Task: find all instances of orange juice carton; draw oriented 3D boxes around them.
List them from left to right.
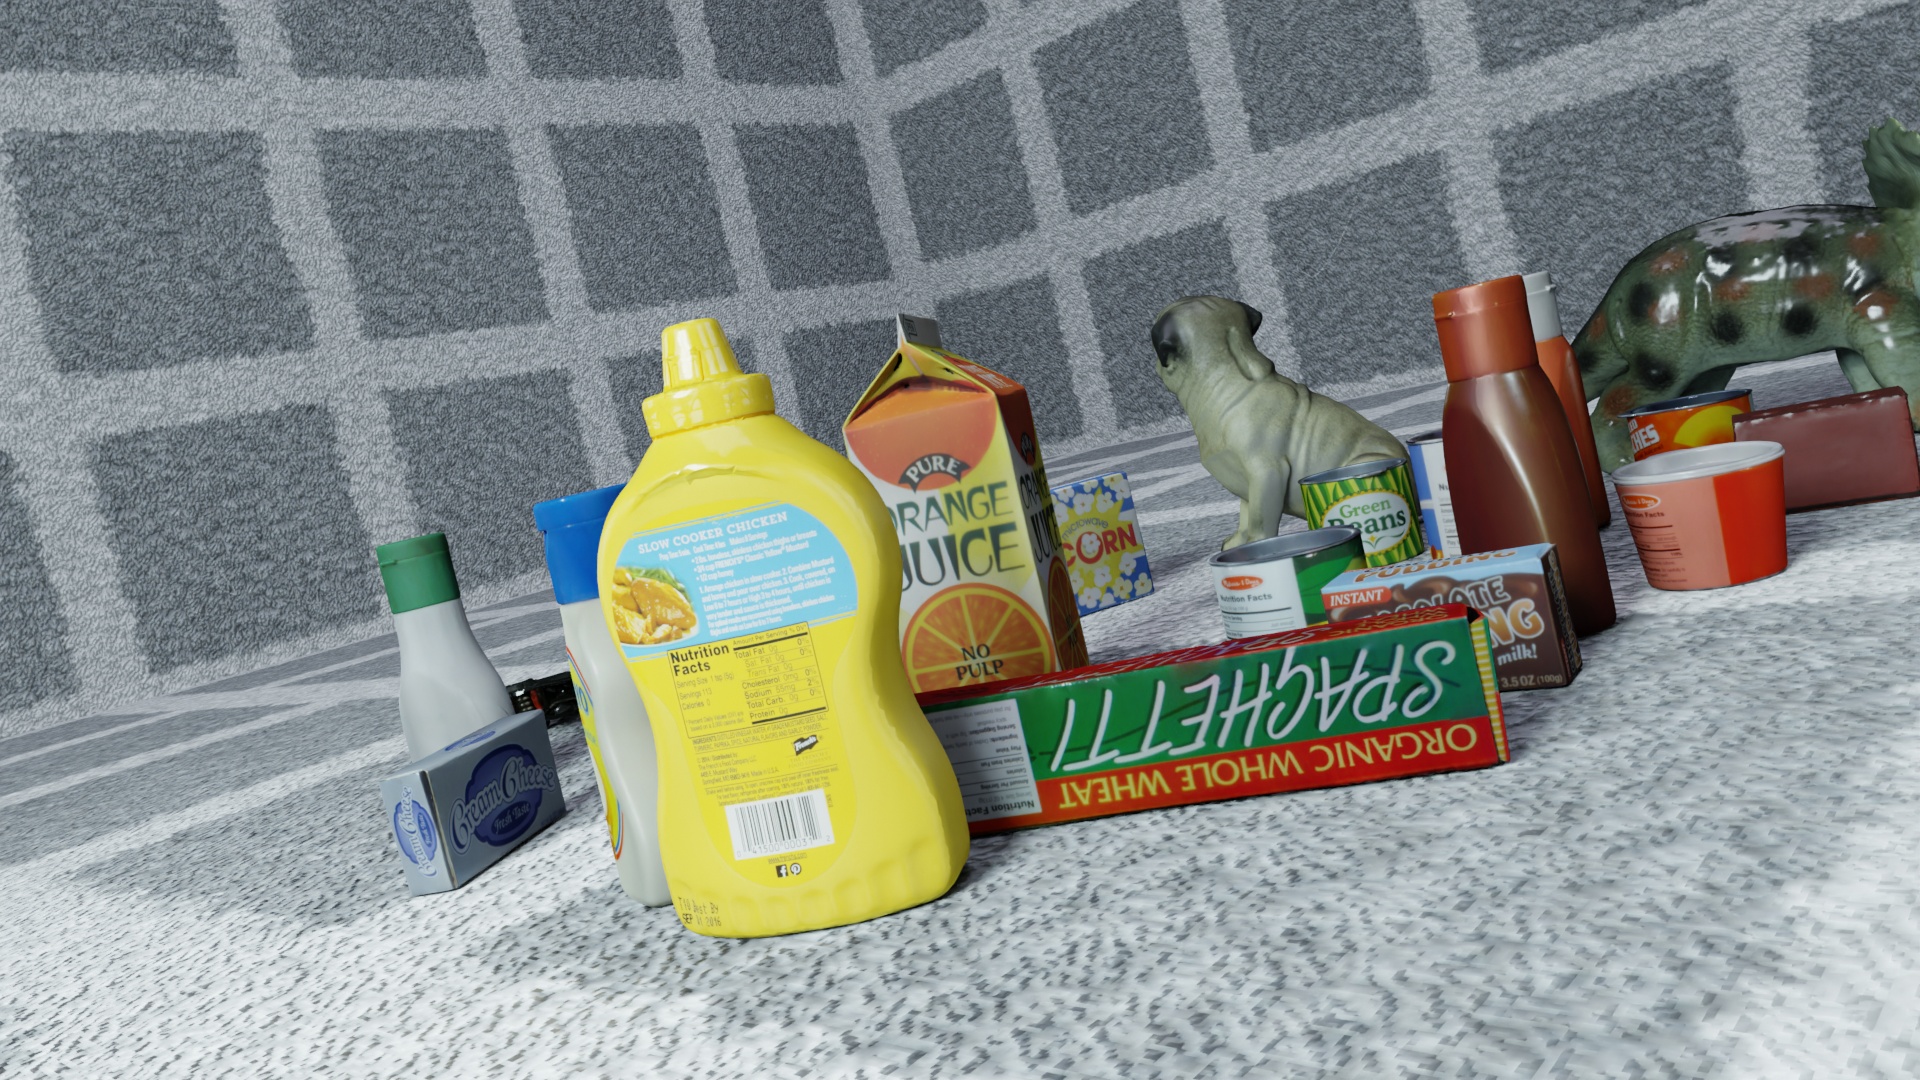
[{"bbox_3d":[0.002,-0.008,0.629,0.073,0.192,0.072,-12,5,15],"label":"orange juice carton"}]

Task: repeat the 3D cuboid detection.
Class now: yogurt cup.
[{"bbox_3d":[0.325,-0.010,0.606,0.072,0.054,0.072,-13,5,1],"label":"yogurt cup"}]

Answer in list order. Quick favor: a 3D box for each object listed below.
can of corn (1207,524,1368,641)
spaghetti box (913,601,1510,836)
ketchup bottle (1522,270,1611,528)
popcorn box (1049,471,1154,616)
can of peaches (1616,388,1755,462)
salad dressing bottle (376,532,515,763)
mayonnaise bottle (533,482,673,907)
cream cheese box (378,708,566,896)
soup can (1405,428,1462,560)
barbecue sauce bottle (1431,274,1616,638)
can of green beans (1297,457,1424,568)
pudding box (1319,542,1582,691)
[{"bbox_3d":[0.149,0.029,0.605,0.071,0.058,0.071,-13,5,1],"label":"can of corn"},{"bbox_3d":[0.053,0.067,0.474,0.250,0.050,0.029,-12,5,18],"label":"spaghetti box"},{"bbox_3d":[0.331,-0.077,0.789,0.043,0.148,0.065,-9,6,44],"label":"ketchup bottle"},{"bbox_3d":[0.059,0.010,0.907,0.127,0.085,0.038,-16,5,-27],"label":"popcorn box"},{"bbox_3d":[0.421,-0.052,0.800,0.071,0.058,0.071,-13,5,1],"label":"can of peaches"},{"bbox_3d":[-0.281,0.070,0.757,0.064,0.147,0.044,-11,5,26],"label":"salad dressing bottle"},{"bbox_3d":[-0.120,0.054,0.508,0.041,0.148,0.064,-15,5,-20],"label":"mayonnaise bottle"},{"bbox_3d":[-0.215,0.115,0.624,0.024,0.053,0.104,-12,5,12],"label":"cream cheese box"},{"bbox_3d":[0.257,-0.015,0.669,0.071,0.083,0.071,-13,5,1],"label":"soup can"},{"bbox_3d":[0.229,-0.034,0.579,0.044,0.148,0.065,-14,5,-14],"label":"barbecue sauce bottle"},{"bbox_3d":[0.246,-0.015,0.853,0.071,0.057,0.071,-13,5,1],"label":"can of green beans"},{"bbox_3d":[0.185,0.032,0.527,0.083,0.049,0.030,-10,5,34],"label":"pudding box"}]
